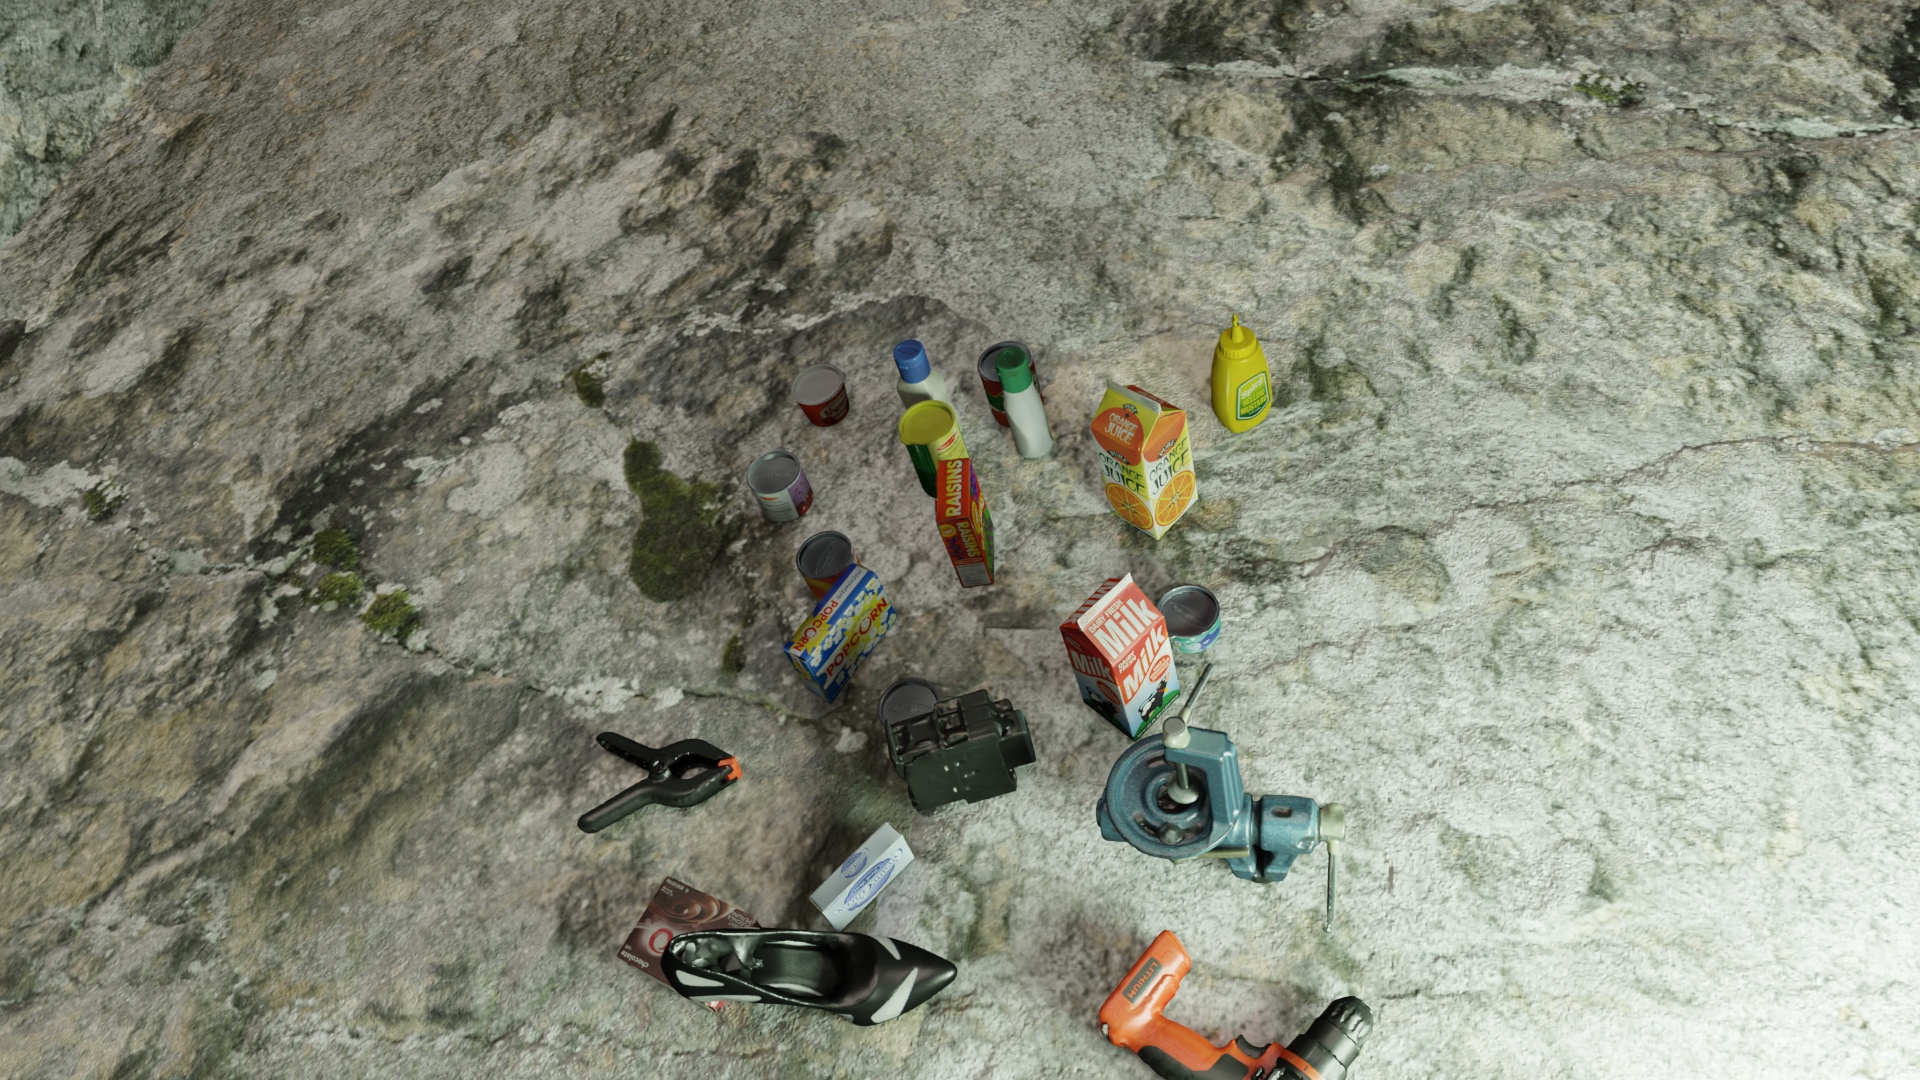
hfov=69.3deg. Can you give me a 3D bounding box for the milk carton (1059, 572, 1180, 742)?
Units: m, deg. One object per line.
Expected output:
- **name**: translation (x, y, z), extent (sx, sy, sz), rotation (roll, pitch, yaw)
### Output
- **milk carton**: translation (0.152, 0.106, 1.334), extent (0.072, 0.189, 0.073), rotation (-42, 54, -17)

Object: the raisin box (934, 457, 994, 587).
- **raisin box**: translation (0.005, -0.019, 1.516), extent (0.040, 0.122, 0.086), rotation (-7, 52, 11)

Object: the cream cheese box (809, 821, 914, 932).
- **cream cheese box**: translation (-0.093, 0.321, 1.325), extent (0.104, 0.053, 0.024), rotation (-43, 54, -17)

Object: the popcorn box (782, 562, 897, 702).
- **popcorn box**: translation (-0.127, 0.098, 1.487), extent (0.038, 0.085, 0.127), rotation (23, 63, 30)

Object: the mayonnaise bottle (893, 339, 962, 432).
- **mayonnaise bottle**: translation (-0.043, -0.173, 1.632), extent (0.065, 0.147, 0.041), rotation (15, 59, 25)

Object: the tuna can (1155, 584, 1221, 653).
- **tuna can**: translation (0.233, 0.083, 1.431), extent (0.071, 0.032, 0.071), rotation (-8, 52, 10)

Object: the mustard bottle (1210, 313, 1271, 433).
- **mustard bottle**: translation (0.308, -0.189, 1.538), extent (0.065, 0.159, 0.049), rotation (-33, 52, -10)

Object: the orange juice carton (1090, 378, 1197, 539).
- **orange juice carton**: translation (0.195, -0.095, 1.476), extent (0.072, 0.191, 0.073), rotation (33, 68, 34)

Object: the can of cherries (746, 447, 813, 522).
- **can of cherries**: translation (-0.213, -0.066, 1.656), extent (0.071, 0.058, 0.072), rotation (-8, 52, 10)

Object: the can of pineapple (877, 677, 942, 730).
- **can of pineapple**: translation (-0.047, 0.184, 1.416), extent (0.071, 0.057, 0.071), rotation (-8, 52, 10)

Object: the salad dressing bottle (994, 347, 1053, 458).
- **salad dressing bottle**: translation (0.072, -0.157, 1.588), extent (0.044, 0.147, 0.064), rotation (-25, 51, -4)

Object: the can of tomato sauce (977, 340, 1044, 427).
- **can of tomato sauce**: translation (0.062, -0.184, 1.653), extent (0.071, 0.082, 0.071), rotation (-8, 52, 10)

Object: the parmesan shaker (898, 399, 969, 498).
- **parmesan shaker**: translation (-0.029, -0.102, 1.603), extent (0.071, 0.102, 0.072), rotation (-8, 52, 10)

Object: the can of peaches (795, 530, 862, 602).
- **can of peaches**: translation (-0.142, 0.033, 1.559), extent (0.071, 0.057, 0.071), rotation (-8, 52, 10)

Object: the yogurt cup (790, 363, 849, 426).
- **yogurt cup**: translation (-0.172, -0.179, 1.735), extent (0.072, 0.053, 0.073), rotation (-8, 52, 10)
